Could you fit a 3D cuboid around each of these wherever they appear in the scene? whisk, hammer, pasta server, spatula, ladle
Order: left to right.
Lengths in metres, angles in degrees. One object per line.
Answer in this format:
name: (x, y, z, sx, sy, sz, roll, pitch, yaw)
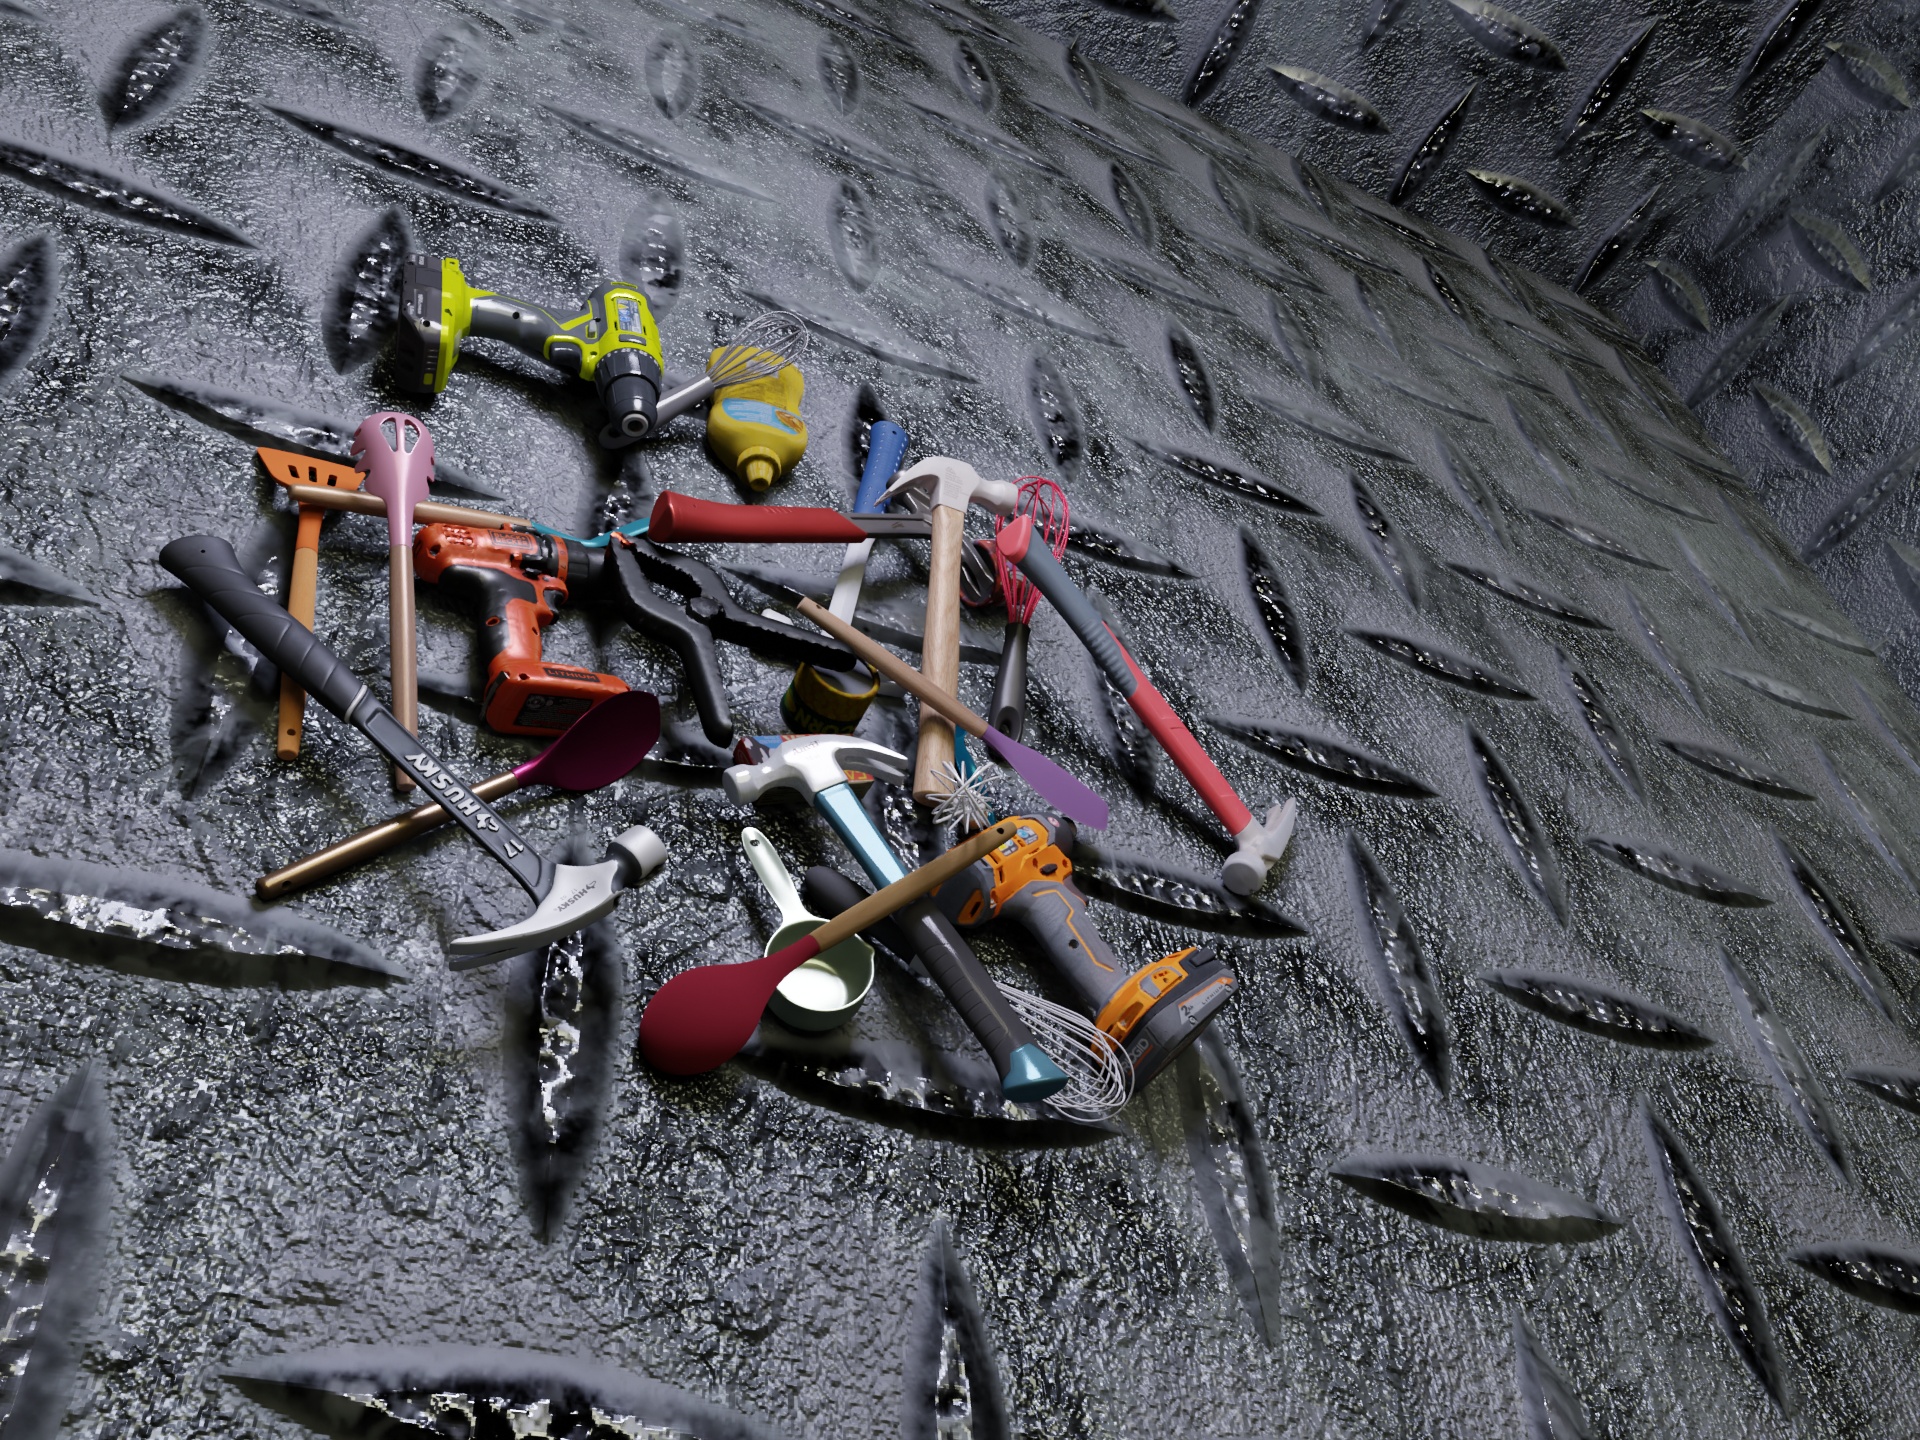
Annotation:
spatula: (-0.473, -0.096, 1.144, 0.081, 0.041, 0.323, 11, 46, -28)
hammer: (-0.385, 0.005, 1.034, 0.409, 0.036, 0.149, 38, 47, 17)
pasta server: (-0.400, -0.094, 1.134, 0.060, 0.040, 0.316, 3, 63, -28)
spatula: (-0.366, -0.165, 1.255, 0.317, 0.082, 0.044, 5, 89, -41)
whisk: (-0.239, -0.317, 1.486, 0.239, 0.055, 0.055, -37, 73, -25)
hammer: (-0.120, -0.162, 1.381, 0.359, 0.036, 0.149, -8, 57, -52)
ladle: (-0.078, 0.141, 1.078, 0.315, 0.031, 0.069, -28, 61, -32)
hammer: (-0.089, -0.167, 1.497, 0.144, 0.035, 0.406, 24, 37, -12)
hammer: (-0.036, 0.135, 1.131, 0.128, 0.033, 0.331, -22, 58, -28)
hammer: (-0.018, -0.083, 1.364, 0.130, 0.031, 0.332, 16, 61, -24)
spatula: (-0.002, -0.004, 1.303, 0.315, 0.018, 0.060, 36, 30, -11)
whisk: (0.001, 0.192, 1.147, 0.285, 0.070, 0.070, 34, 36, 10)
whisk: (0.006, 0.062, 1.194, 0.058, 0.059, 0.246, 45, -3, 7)
whisk: (0.055, -0.100, 1.446, 0.073, 0.073, 0.296, 18, 63, -20)
hammer: (0.168, -0.029, 1.433, 0.386, 0.038, 0.143, 52, 36, -7)

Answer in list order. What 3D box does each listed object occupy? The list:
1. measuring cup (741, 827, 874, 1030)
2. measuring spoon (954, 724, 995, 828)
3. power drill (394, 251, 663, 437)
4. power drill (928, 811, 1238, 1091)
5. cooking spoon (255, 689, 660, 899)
measuring cup: (-0.120, 0.146, 1.116, 0.083, 0.038, 0.168, -11, 49, -28)
measuring spoon: (-0.001, 0.041, 1.349, 0.042, 0.021, 0.129, -1, 58, -38)
power drill: (-0.375, -0.328, 1.404, 0.228, 0.080, 0.191, 4, 45, -22)
power drill: (0.100, 0.161, 1.232, 0.227, 0.084, 0.164, 42, 35, 18)
cooking spoon: (-0.324, 0.049, 1.073, 0.017, 0.068, 0.319, 22, 33, 32)
